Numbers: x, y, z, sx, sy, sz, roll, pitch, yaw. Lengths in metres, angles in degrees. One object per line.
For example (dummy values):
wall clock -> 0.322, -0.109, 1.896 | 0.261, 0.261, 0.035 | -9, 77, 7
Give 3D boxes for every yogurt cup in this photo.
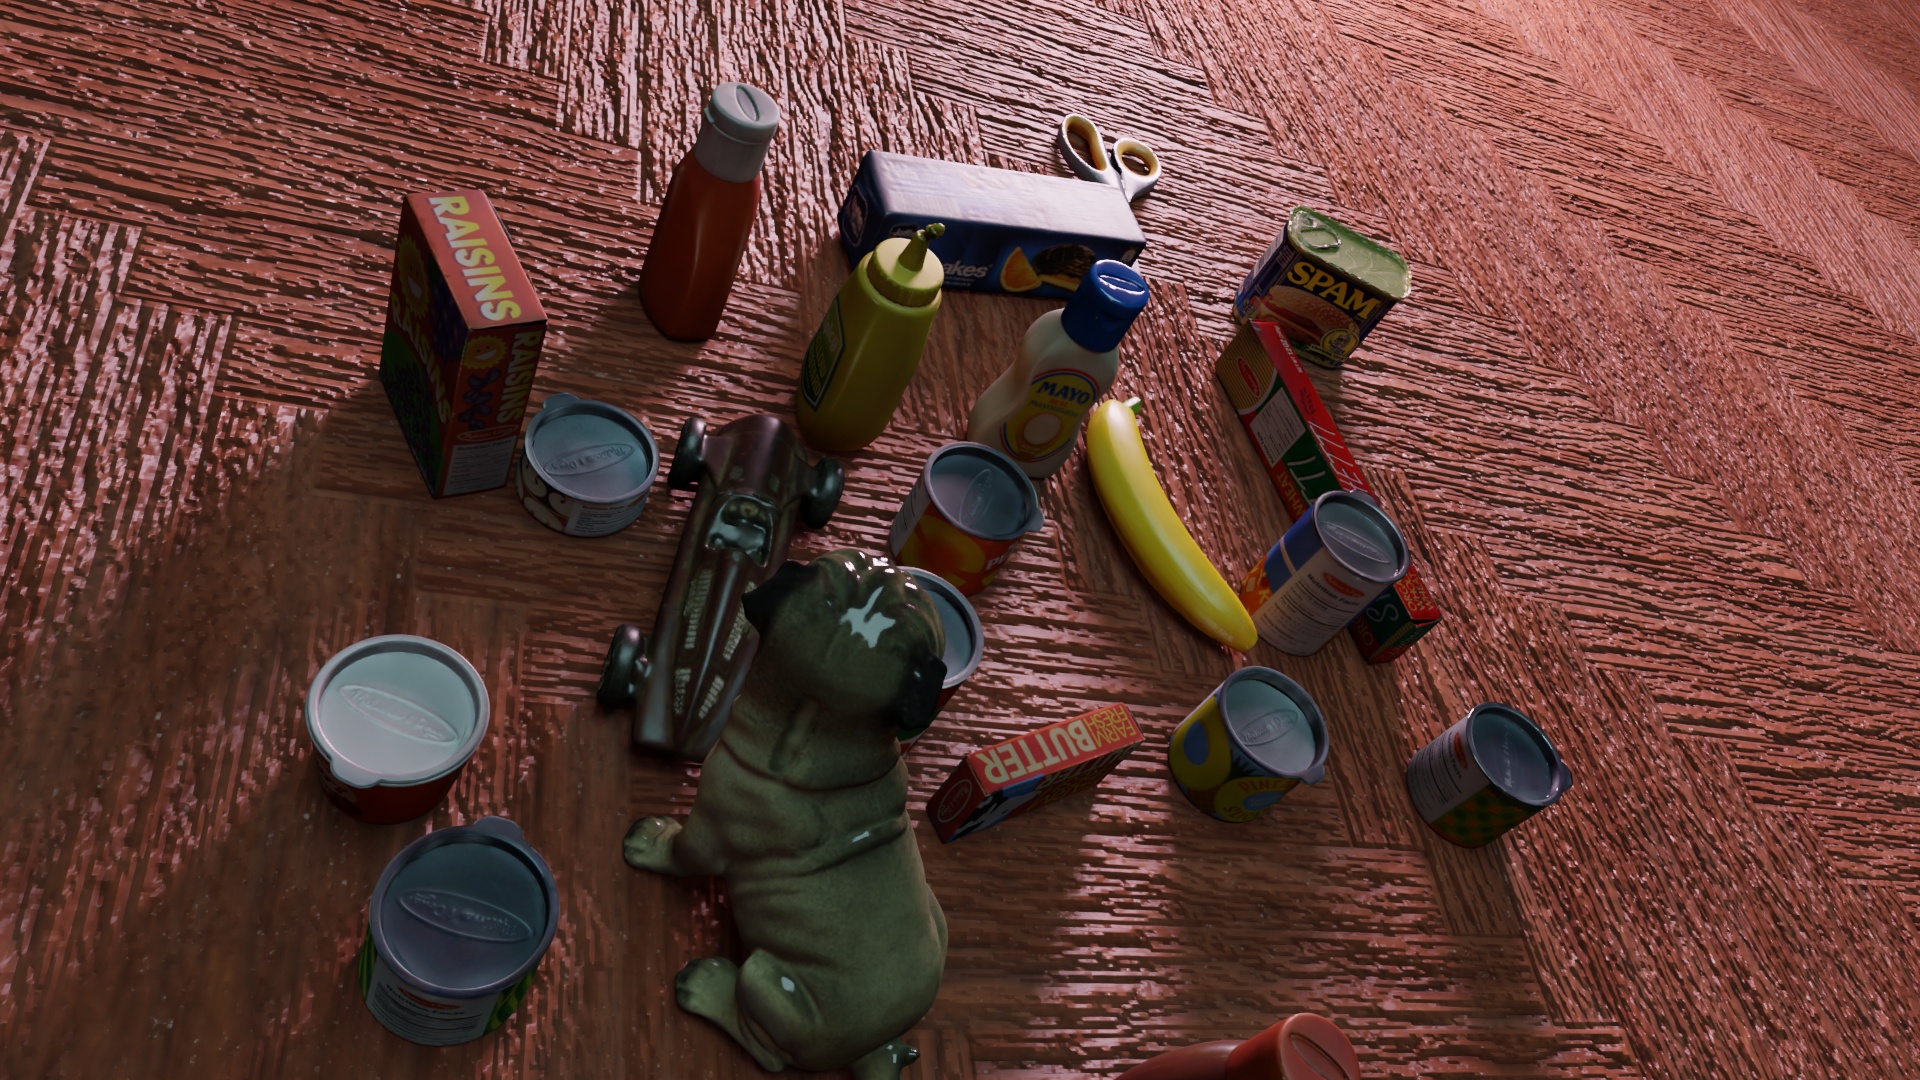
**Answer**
yogurt cup -> -0.231, 0.080, 0.567 | 0.072, 0.053, 0.073 | 15, 49, -17

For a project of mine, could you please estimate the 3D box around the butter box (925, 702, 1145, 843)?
butter box -> 0.037, 0.113, 0.684 | 0.104, 0.052, 0.024 | -13, 62, -35

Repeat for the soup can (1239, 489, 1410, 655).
soup can -> 0.218, 0.019, 0.835 | 0.071, 0.083, 0.072 | 15, 49, -17

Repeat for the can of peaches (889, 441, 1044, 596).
can of peaches -> 0.003, -0.010, 0.761 | 0.071, 0.057, 0.071 | 15, 49, -17

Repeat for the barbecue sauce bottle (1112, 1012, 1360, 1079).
barbecue sauce bottle -> 0.103, 0.231, 0.558 | 0.065, 0.147, 0.044 | 40, 46, 6

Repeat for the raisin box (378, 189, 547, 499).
raisin box -> -0.236, -0.091, 0.654 | 0.040, 0.122, 0.086 | -14, 62, -35

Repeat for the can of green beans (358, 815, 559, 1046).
can of green beans -> -0.191, 0.151, 0.529 | 0.071, 0.057, 0.071 | 15, 49, -17

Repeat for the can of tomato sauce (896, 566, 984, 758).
can of tomato sauce -> -0.037, 0.063, 0.664 | 0.071, 0.082, 0.071 | 15, 49, -17

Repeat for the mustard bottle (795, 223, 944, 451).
mustard bottle -> -0.045, -0.116, 0.751 | 0.049, 0.159, 0.065 | 6, 52, -25

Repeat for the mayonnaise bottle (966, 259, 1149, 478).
mayonnaise bottle -> 0.057, -0.096, 0.798 | 0.065, 0.147, 0.041 | 14, 49, -18

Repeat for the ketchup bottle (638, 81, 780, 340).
ketchup bottle -> -0.138, -0.180, 0.761 | 0.044, 0.148, 0.065 | -6, 58, -32

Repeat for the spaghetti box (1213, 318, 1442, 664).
spaghetti box -> 0.236, -0.037, 0.914 | 0.029, 0.050, 0.251 | -2, 55, -29

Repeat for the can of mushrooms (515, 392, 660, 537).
can of mushrooms -> -0.189, -0.038, 0.699 | 0.071, 0.033, 0.071 | 15, 49, -17

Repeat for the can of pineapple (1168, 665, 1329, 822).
can of pineapple -> 0.154, 0.112, 0.745 | 0.071, 0.057, 0.071 | 15, 49, -17

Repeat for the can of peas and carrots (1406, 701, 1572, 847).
can of peas and carrots -> 0.305, 0.137, 0.804 | 0.071, 0.058, 0.071 | 15, 49, -17
